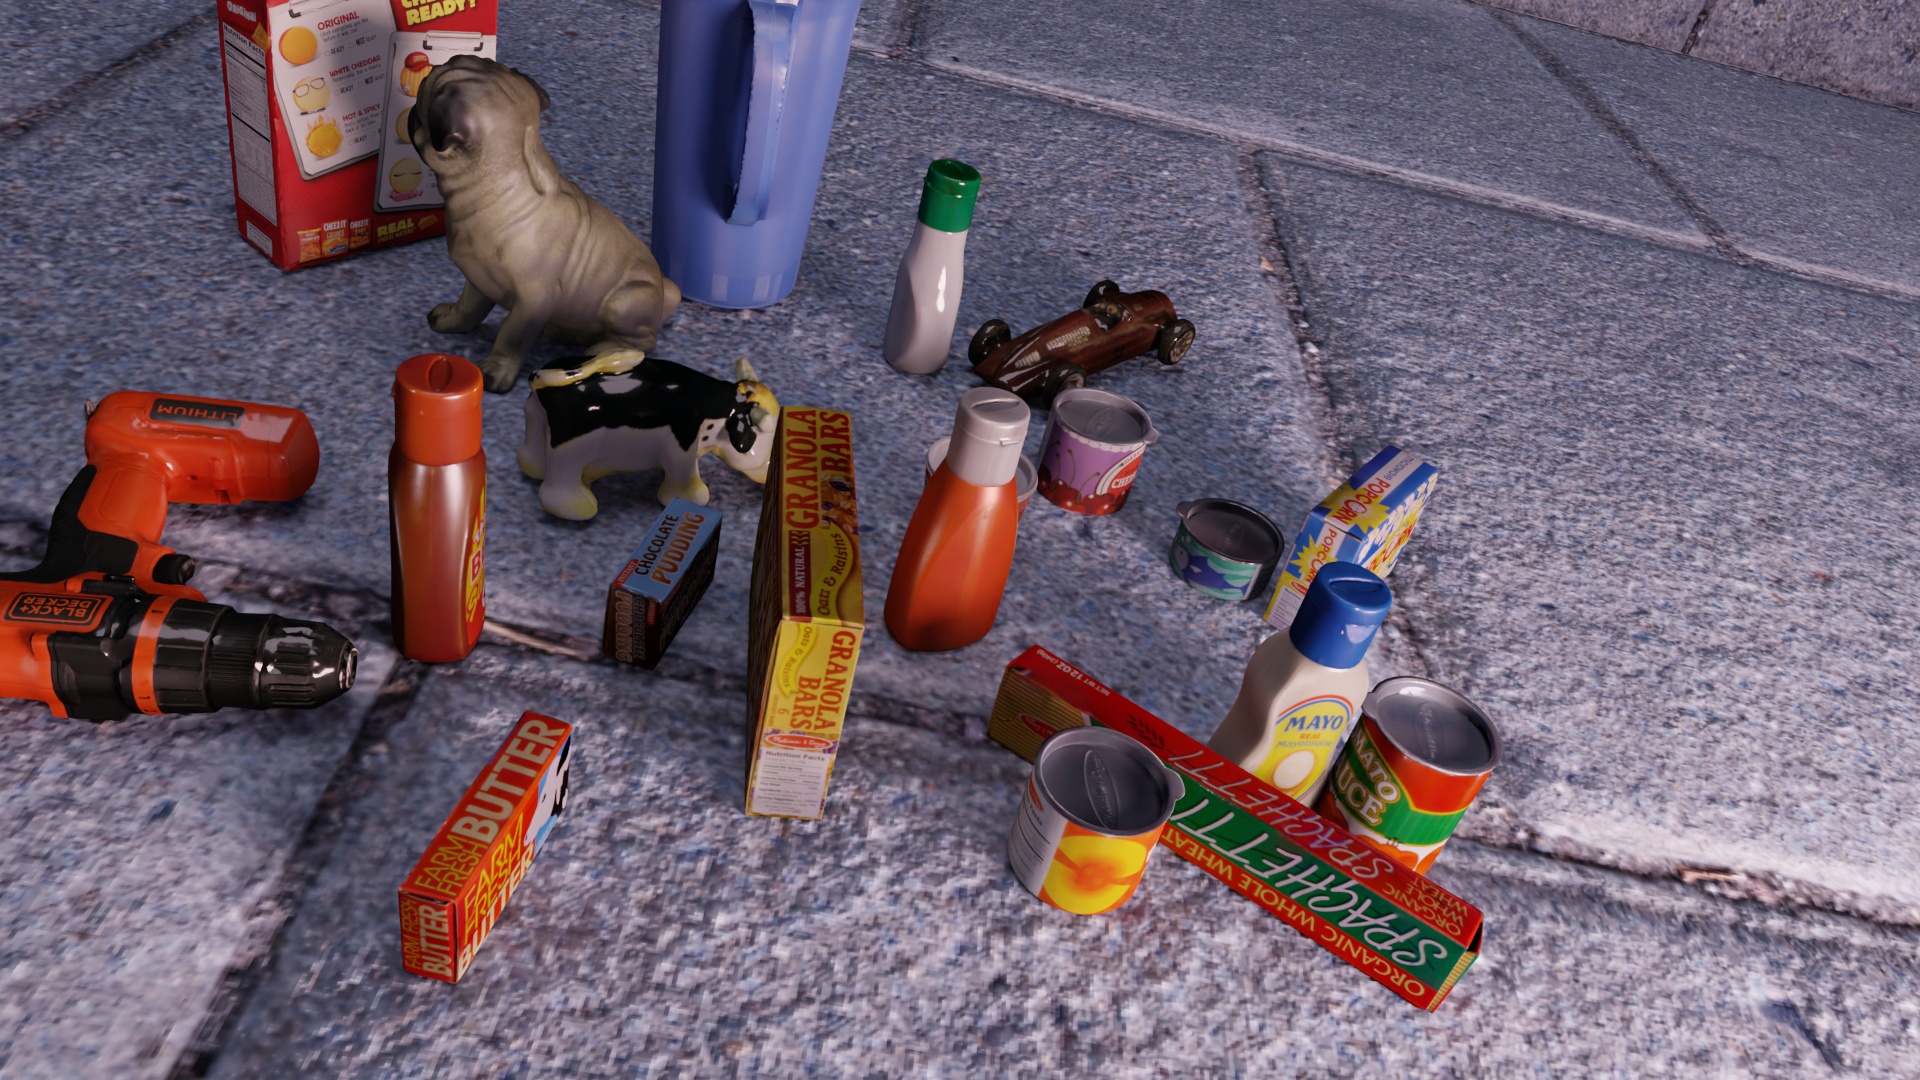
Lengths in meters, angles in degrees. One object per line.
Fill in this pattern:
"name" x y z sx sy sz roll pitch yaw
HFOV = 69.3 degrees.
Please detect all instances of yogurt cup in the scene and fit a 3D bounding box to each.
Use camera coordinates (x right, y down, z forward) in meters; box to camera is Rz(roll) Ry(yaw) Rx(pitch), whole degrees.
"yogurt cup" 0.008 -0.024 0.834 0.072 0.053 0.073 10 36 -7

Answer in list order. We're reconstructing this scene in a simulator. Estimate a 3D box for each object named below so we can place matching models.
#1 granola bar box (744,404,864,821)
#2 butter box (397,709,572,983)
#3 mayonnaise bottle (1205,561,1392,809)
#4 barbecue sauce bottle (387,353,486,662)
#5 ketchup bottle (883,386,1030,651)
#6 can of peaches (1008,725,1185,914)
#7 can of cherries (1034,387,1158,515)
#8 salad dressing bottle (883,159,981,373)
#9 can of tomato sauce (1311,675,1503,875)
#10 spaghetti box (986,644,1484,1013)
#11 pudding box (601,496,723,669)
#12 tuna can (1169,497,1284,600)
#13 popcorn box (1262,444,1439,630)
"granola bar box" -0.078 0.031 0.670 0.039 0.123 0.166 6 37 -12
"butter box" -0.191 0.123 0.566 0.024 0.052 0.104 17 36 3
"mayonnaise bottle" 0.164 0.078 0.676 0.065 0.147 0.041 2 38 -18
"barbecue sauce bottle" -0.245 -0.016 0.651 0.044 0.147 0.065 3 37 -16
"ketchup bottle" 0.003 -0.009 0.732 0.065 0.148 0.044 -10 43 -31
"can of peaches" 0.062 0.130 0.645 0.071 0.057 0.071 10 36 -7
"can of cherries" 0.087 -0.057 0.903 0.071 0.058 0.072 10 36 -7
"salad dressing bottle" -0.019 -0.189 0.965 0.044 0.146 0.064 -1 39 -21
"can of tomato sauce" 0.219 0.120 0.694 0.071 0.082 0.071 10 36 -7
"spaghetti box" 0.126 0.135 0.669 0.250 0.049 0.029 30 38 20
"pudding box" -0.154 0.021 0.719 0.030 0.049 0.084 18 36 4
"tuna can" 0.164 0.004 0.871 0.071 0.032 0.071 10 36 -7
"popcorn box" 0.243 0.002 0.859 0.038 0.084 0.127 33 39 23
